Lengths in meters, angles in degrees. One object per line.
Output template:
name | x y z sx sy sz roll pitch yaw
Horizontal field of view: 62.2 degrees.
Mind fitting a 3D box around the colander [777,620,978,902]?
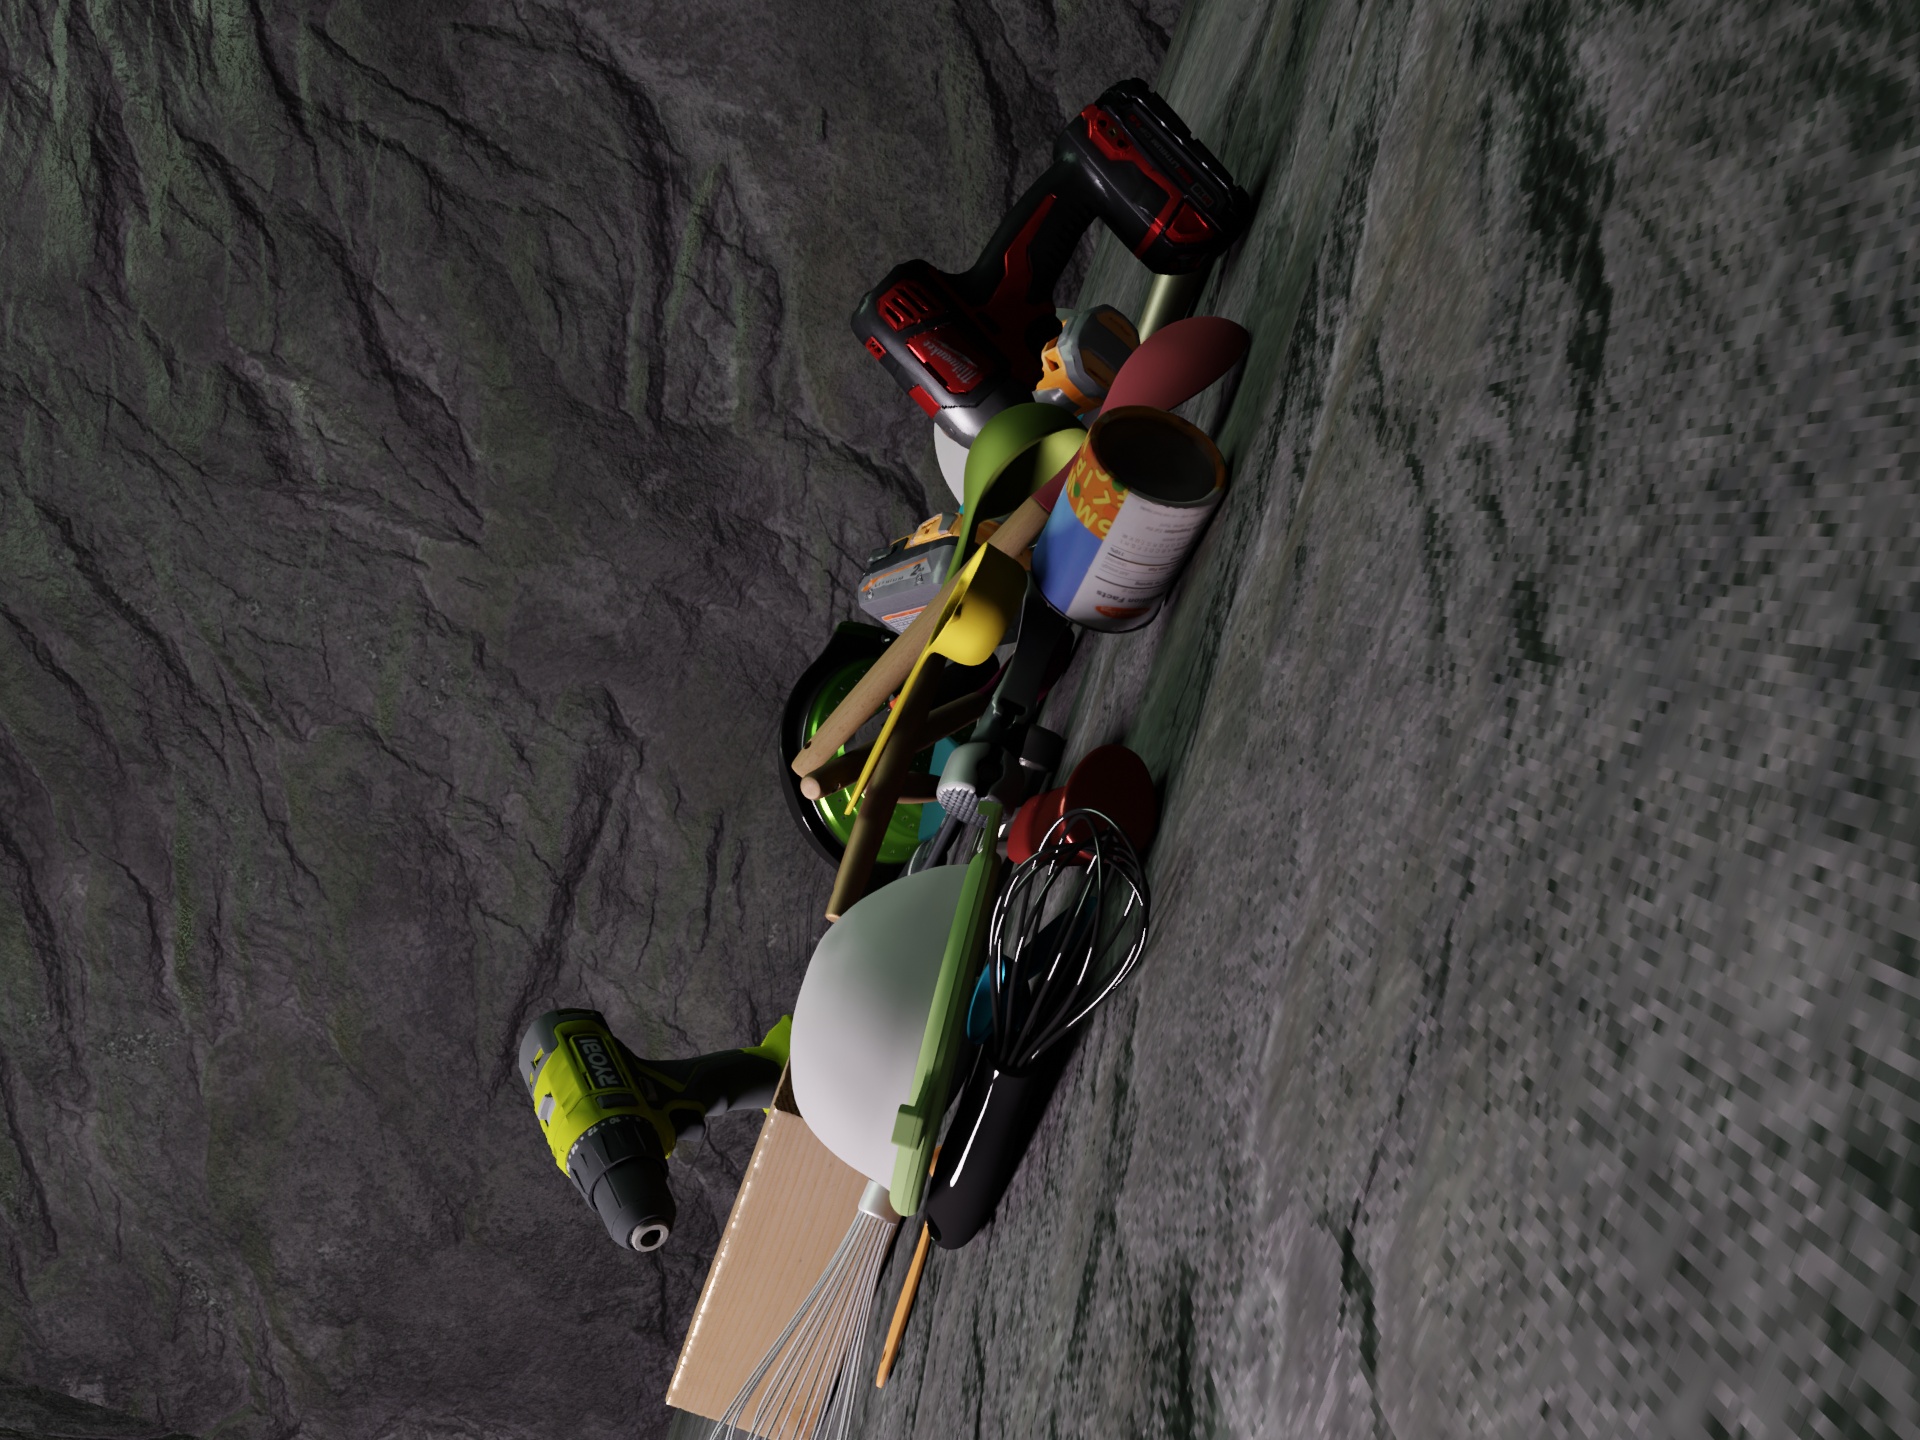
colander | -0.048 0.109 1.300 0.094 0.204 0.397 -11 71 46

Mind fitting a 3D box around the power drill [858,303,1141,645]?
power drill | 0.014 -0.156 1.047 0.185 0.084 0.226 -8 53 56

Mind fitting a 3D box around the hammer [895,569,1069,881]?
hammer | -0.014 0.069 0.902 0.408 0.036 0.149 116 176 -58

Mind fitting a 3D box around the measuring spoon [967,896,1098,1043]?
measuring spoon | 0.037 0.108 0.689 0.128 0.021 0.042 129 159 -52

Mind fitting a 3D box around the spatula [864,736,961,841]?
spatula | -0.030 0.043 1.009 0.317 0.044 0.082 18 -97 -80

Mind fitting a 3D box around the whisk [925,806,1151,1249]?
whisk | 0.022 0.126 0.588 0.055 0.055 0.238 -75 1 -52

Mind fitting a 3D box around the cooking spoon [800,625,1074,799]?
cooking spoon | -0.001 -0.003 0.919 0.319 0.017 0.068 -26 -36 -59

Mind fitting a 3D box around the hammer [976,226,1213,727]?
hammer | 0.092 -0.157 1.106 0.146 0.038 0.410 -80 11 -78

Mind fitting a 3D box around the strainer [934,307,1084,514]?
strainer | 0.050 -0.274 1.251 0.211 0.095 0.340 -45 -1 -6

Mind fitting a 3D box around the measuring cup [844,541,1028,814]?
measuring cup | -0.012 -0.013 0.765 0.156 0.029 0.062 -61 7 22

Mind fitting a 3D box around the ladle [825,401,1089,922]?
ladle | -0.001 -0.037 0.840 0.078 0.062 0.320 108 180 -66

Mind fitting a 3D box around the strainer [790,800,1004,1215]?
strainer | -0.037 0.150 0.696 0.256 0.069 0.152 102 -177 -54

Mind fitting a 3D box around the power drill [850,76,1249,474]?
power drill | 0.058 -0.257 0.943 0.219 0.143 0.078 -43 3 -5

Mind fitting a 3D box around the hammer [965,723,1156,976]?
hammer | 0.035 0.061 0.762 0.359 0.036 0.149 137 153 -83

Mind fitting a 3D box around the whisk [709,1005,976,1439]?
whisk | -0.052 0.275 0.806 0.070 0.070 0.285 122 173 -74

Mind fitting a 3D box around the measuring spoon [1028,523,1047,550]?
measuring spoon | 0.073 -0.108 1.010 0.034 0.018 0.124 -57 31 7

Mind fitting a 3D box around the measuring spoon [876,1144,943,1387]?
measuring spoon | -0.024 0.261 0.770 0.021 0.011 0.117 117 171 -66

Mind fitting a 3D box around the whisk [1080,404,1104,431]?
whisk | 0.090 -0.209 1.278 0.295 0.073 0.073 124 166 -54

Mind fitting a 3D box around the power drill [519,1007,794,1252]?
power drill | -0.162 0.267 1.058 0.191 0.228 0.080 45 121 48

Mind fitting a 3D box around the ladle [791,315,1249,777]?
ladle | 0.023 -0.088 0.798 0.315 0.031 0.069 -47 28 6
